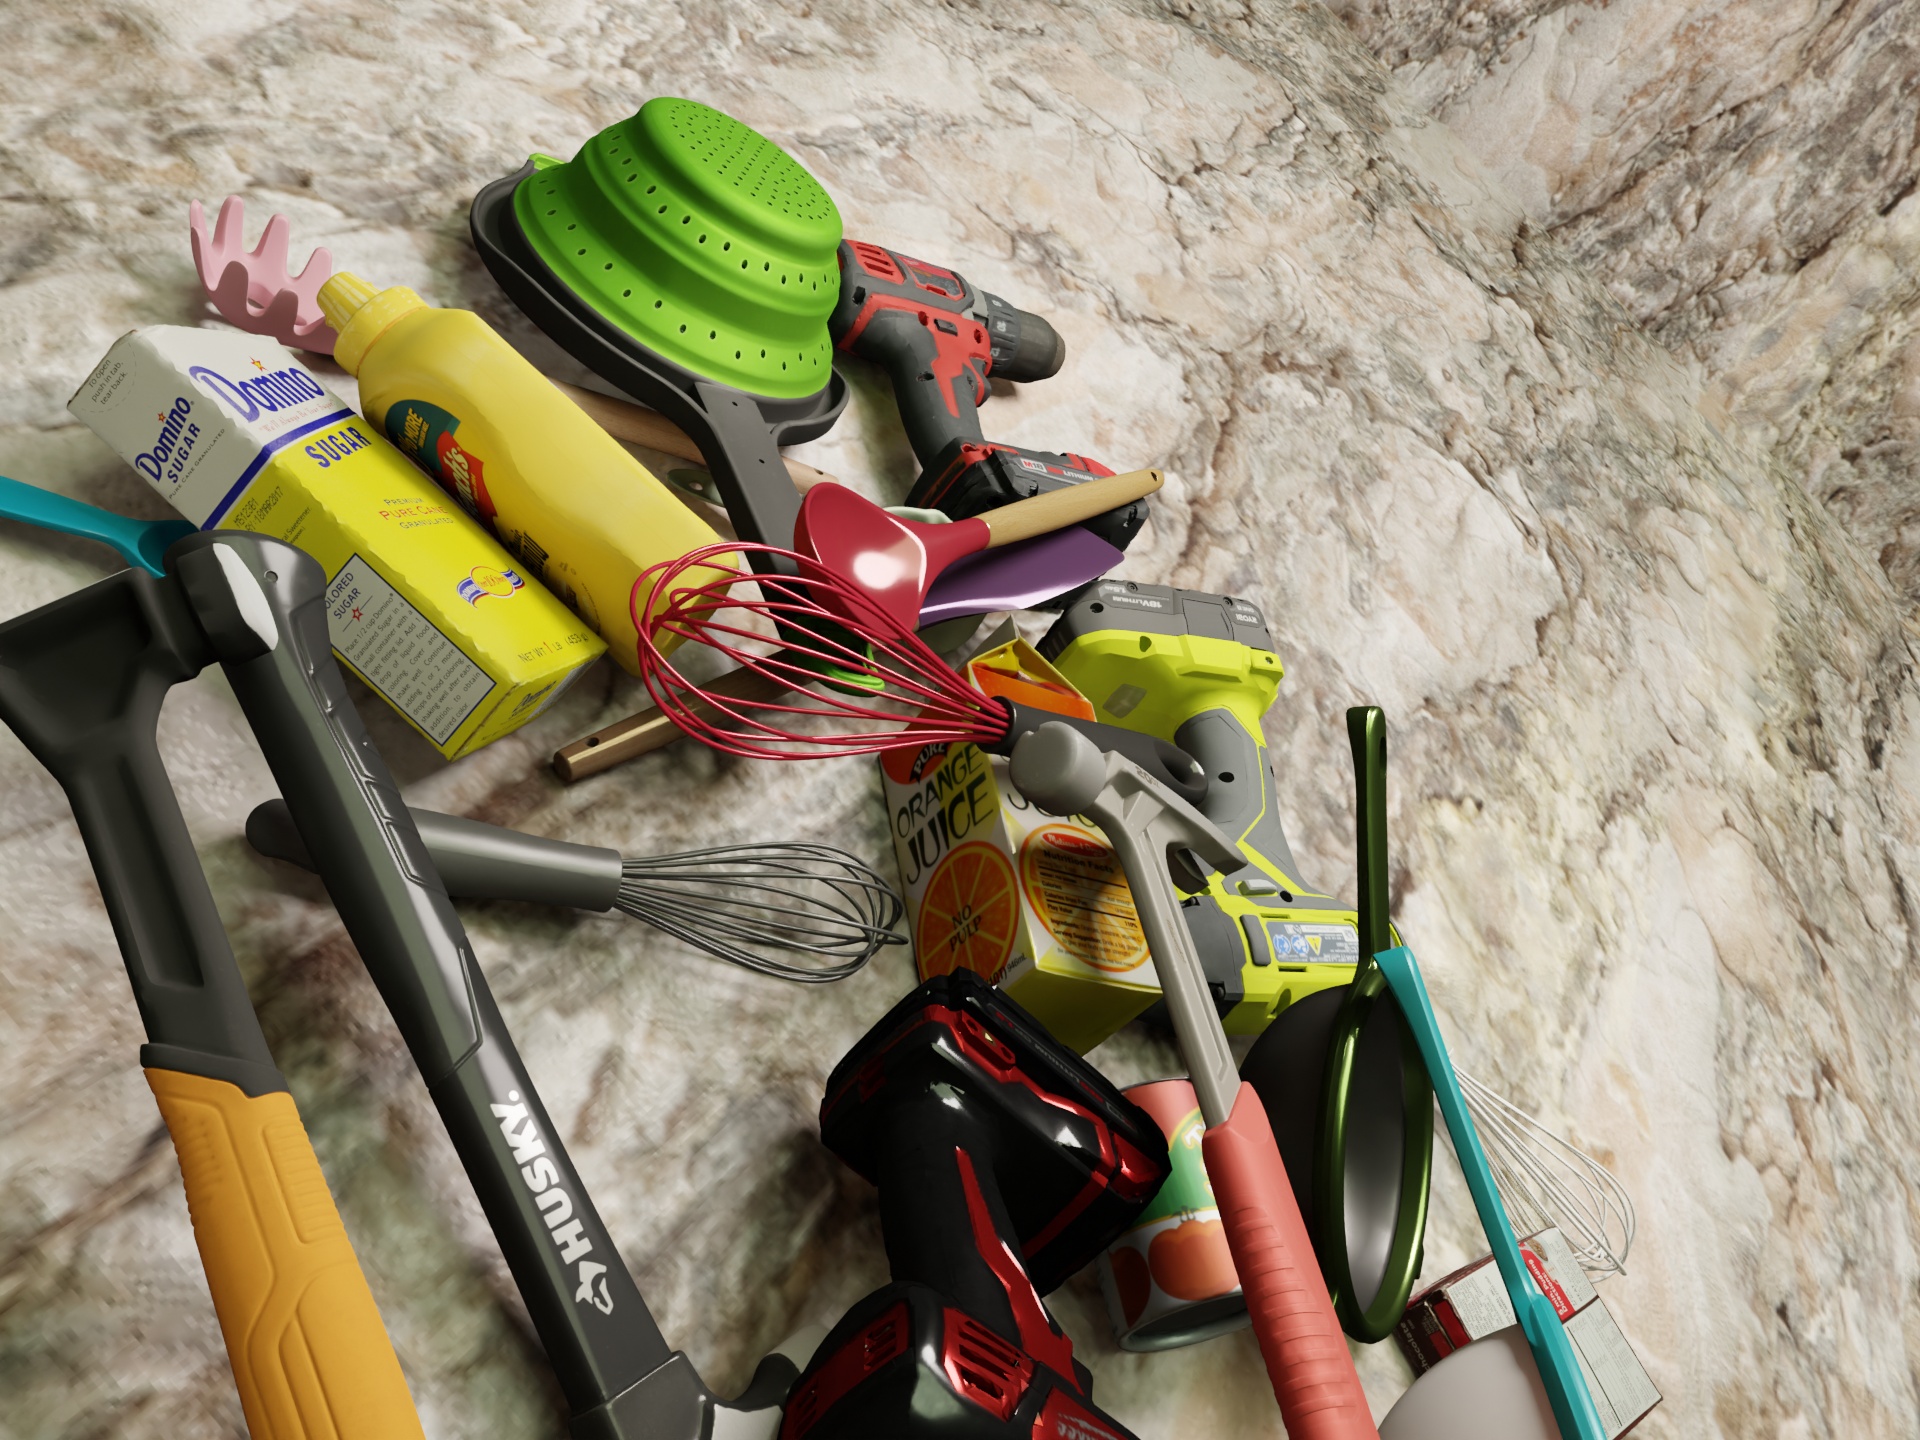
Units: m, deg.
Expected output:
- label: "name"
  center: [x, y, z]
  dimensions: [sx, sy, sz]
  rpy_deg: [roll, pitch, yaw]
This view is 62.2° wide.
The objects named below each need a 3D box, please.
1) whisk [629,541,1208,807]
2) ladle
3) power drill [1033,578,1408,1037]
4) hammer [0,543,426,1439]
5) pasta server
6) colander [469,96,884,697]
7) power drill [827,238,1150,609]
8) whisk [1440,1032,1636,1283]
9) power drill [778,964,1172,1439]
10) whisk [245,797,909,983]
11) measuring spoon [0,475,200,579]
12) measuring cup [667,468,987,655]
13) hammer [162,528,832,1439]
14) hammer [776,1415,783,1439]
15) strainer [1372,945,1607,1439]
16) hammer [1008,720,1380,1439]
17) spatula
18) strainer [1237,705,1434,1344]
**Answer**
- label: "whisk"
  center: [-0.001, -0.002, 0.609]
  dimensions: [0.295, 0.073, 0.073]
  rpy_deg: [17, 44, -41]
- label: "ladle"
  center: [0.021, -0.091, 0.725]
  dimensions: [0.315, 0.031, 0.069]
  rpy_deg: [-25, 90, -54]
- label: "power drill"
  center: [0.111, 0.044, 0.771]
  dimensions: [0.171, 0.080, 0.223]
  rpy_deg: [6, 53, -28]
- label: "hammer"
  center: [-0.185, 0.113, 0.393]
  dimensions: [0.127, 0.034, 0.337]
  rpy_deg: [-27, 70, -12]
- label: "pasta server"
  center: [-0.184, -0.153, 0.717]
  dimensions: [0.316, 0.040, 0.060]
  rpy_deg: [14, 37, -37]
- label: "colander"
  center: [-0.096, -0.177, 0.733]
  dimensions: [0.204, 0.094, 0.398]
  rpy_deg: [12, 39, -40]
- label: "power drill"
  center: [0.019, -0.173, 0.904]
  dimensions: [0.187, 0.080, 0.227]
  rpy_deg: [5, 48, -42]
- label: "whisk"
  center: [0.244, 0.179, 0.801]
  dimensions: [0.246, 0.058, 0.059]
  rpy_deg: [50, 2, 13]
- label: "power drill"
  center: [0.019, 0.179, 0.476]
  dimensions: [0.143, 0.078, 0.220]
  rpy_deg: [42, 12, -13]
- label: "whisk"
  center: [-0.124, 0.057, 0.560]
  dimensions: [0.238, 0.055, 0.055]
  rpy_deg: [13, 46, -29]
- label: "measuring spoon"
  center: [-0.304, -0.062, 0.535]
  dimensions: [0.128, 0.021, 0.042]
  rpy_deg: [18, 30, -19]
- label: "measuring cup"
  center: [-0.064, -0.080, 0.770]
  dimensions: [0.167, 0.038, 0.083]
  rpy_deg: [19, 43, -9]
- label: "hammer"
  center: [-0.156, 0.090, 0.470]
  dimensions: [0.146, 0.035, 0.335]
  rpy_deg: [-18, 76, -51]
- label: "hammer"
  center: [0.089, 0.346, 0.458]
  dimensions: [0.409, 0.036, 0.149]
  rpy_deg: [50, 32, 0]
- label: "strainer"
  center: [0.173, 0.254, 0.559]
  dimensions: [0.210, 0.095, 0.341]
  rpy_deg: [44, 29, -67]
- label: "hammer"
  center: [0.104, 0.167, 0.532]
  dimensions: [0.149, 0.036, 0.359]
  rpy_deg: [35, 30, -46]
- label: "spatula"
  center: [-0.043, -0.038, 0.701]
  dimensions: [0.060, 0.018, 0.316]
  rpy_deg: [35, 43, 29]
- label: "strainer"
  center: [0.148, 0.122, 0.666]
  dimensions: [0.151, 0.069, 0.256]
  rpy_deg: [8, 81, -60]
